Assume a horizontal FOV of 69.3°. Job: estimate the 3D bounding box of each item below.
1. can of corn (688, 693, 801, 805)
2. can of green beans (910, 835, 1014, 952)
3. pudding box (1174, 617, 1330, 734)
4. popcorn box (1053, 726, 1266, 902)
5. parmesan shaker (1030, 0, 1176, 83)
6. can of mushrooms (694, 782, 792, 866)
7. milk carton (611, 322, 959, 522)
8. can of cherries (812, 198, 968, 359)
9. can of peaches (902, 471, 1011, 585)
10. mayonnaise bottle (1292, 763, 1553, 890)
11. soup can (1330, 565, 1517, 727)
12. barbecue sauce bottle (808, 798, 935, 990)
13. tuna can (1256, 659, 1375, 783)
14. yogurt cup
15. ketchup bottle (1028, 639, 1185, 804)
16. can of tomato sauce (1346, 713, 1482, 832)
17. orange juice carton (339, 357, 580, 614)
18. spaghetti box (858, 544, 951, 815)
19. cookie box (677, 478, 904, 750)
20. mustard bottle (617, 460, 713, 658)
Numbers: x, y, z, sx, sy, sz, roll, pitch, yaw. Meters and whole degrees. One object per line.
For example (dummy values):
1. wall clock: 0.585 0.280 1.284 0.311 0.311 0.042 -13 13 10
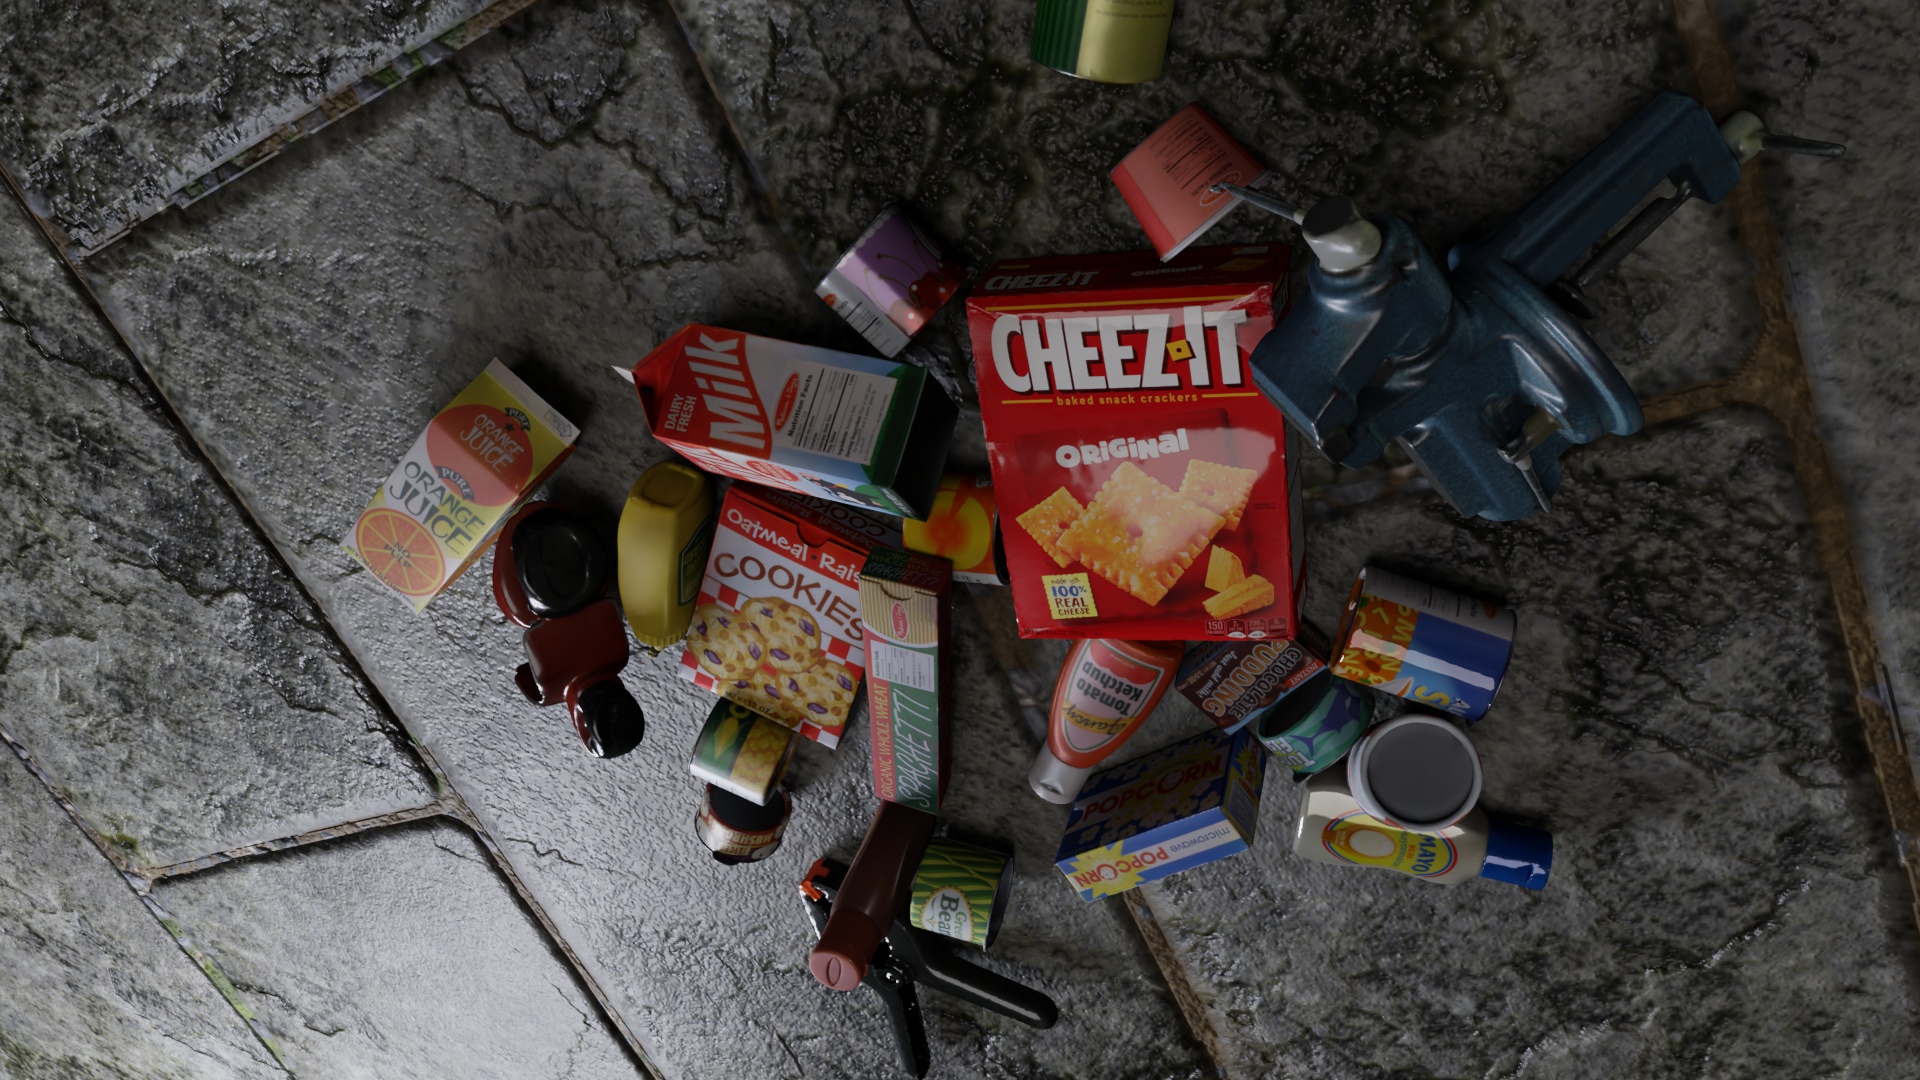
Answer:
1. can of corn: -0.149 0.143 0.977 0.058 0.071 0.070 24 125 4
2. can of green beans: 0.002 0.248 0.985 0.058 0.071 0.071 12 123 13
3. pudding box: 0.176 0.075 0.841 0.049 0.030 0.083 41 125 -9
4. popcorn box: 0.128 0.172 0.883 0.126 0.085 0.038 -28 109 30
5. parmesan shaker: 0.069 -0.273 0.645 0.071 0.072 0.102 16 124 10
6. can of mushrooms: -0.158 0.200 1.011 0.071 0.071 0.033 26 124 3
7. milk carton: -0.106 -0.072 0.804 0.191 0.072 0.073 13 79 18
8. can of cherries: -0.036 -0.144 0.764 0.058 0.072 0.071 42 124 -8
9. can of peaches: 0.003 -0.010 0.830 0.058 0.071 0.071 4 121 18
10. mayonnaise bottle: 0.285 0.181 0.859 0.148 0.041 0.064 10 121 14
11. soup can: 0.257 0.060 0.779 0.084 0.072 0.071 18 124 9
12. barbecue sauce bottle: -0.059 0.239 0.951 0.044 0.149 0.064 17 124 9
13. tuna can: 0.209 0.106 0.824 0.033 0.071 0.070 42 124 -6
14. yogurt cup: 0.112 -0.180 0.691 0.072 0.073 0.054 -37 95 33
15. ketchup bottle: 0.086 0.107 0.884 0.065 0.044 0.148 28 126 6
16. can of tomato sauce: 0.262 0.133 0.800 0.071 0.083 0.071 -2 80 11
17. orange juice carton: -0.326 -0.040 0.924 0.072 0.073 0.192 44 123 -9
18. spaghetti box: -0.033 0.097 0.888 0.050 0.029 0.248 14 140 11
19. cookie box: -0.110 0.047 0.919 0.123 0.040 0.166 25 125 4
20. mustard bottle: -0.197 0.023 0.925 0.049 0.066 0.159 20 132 8
